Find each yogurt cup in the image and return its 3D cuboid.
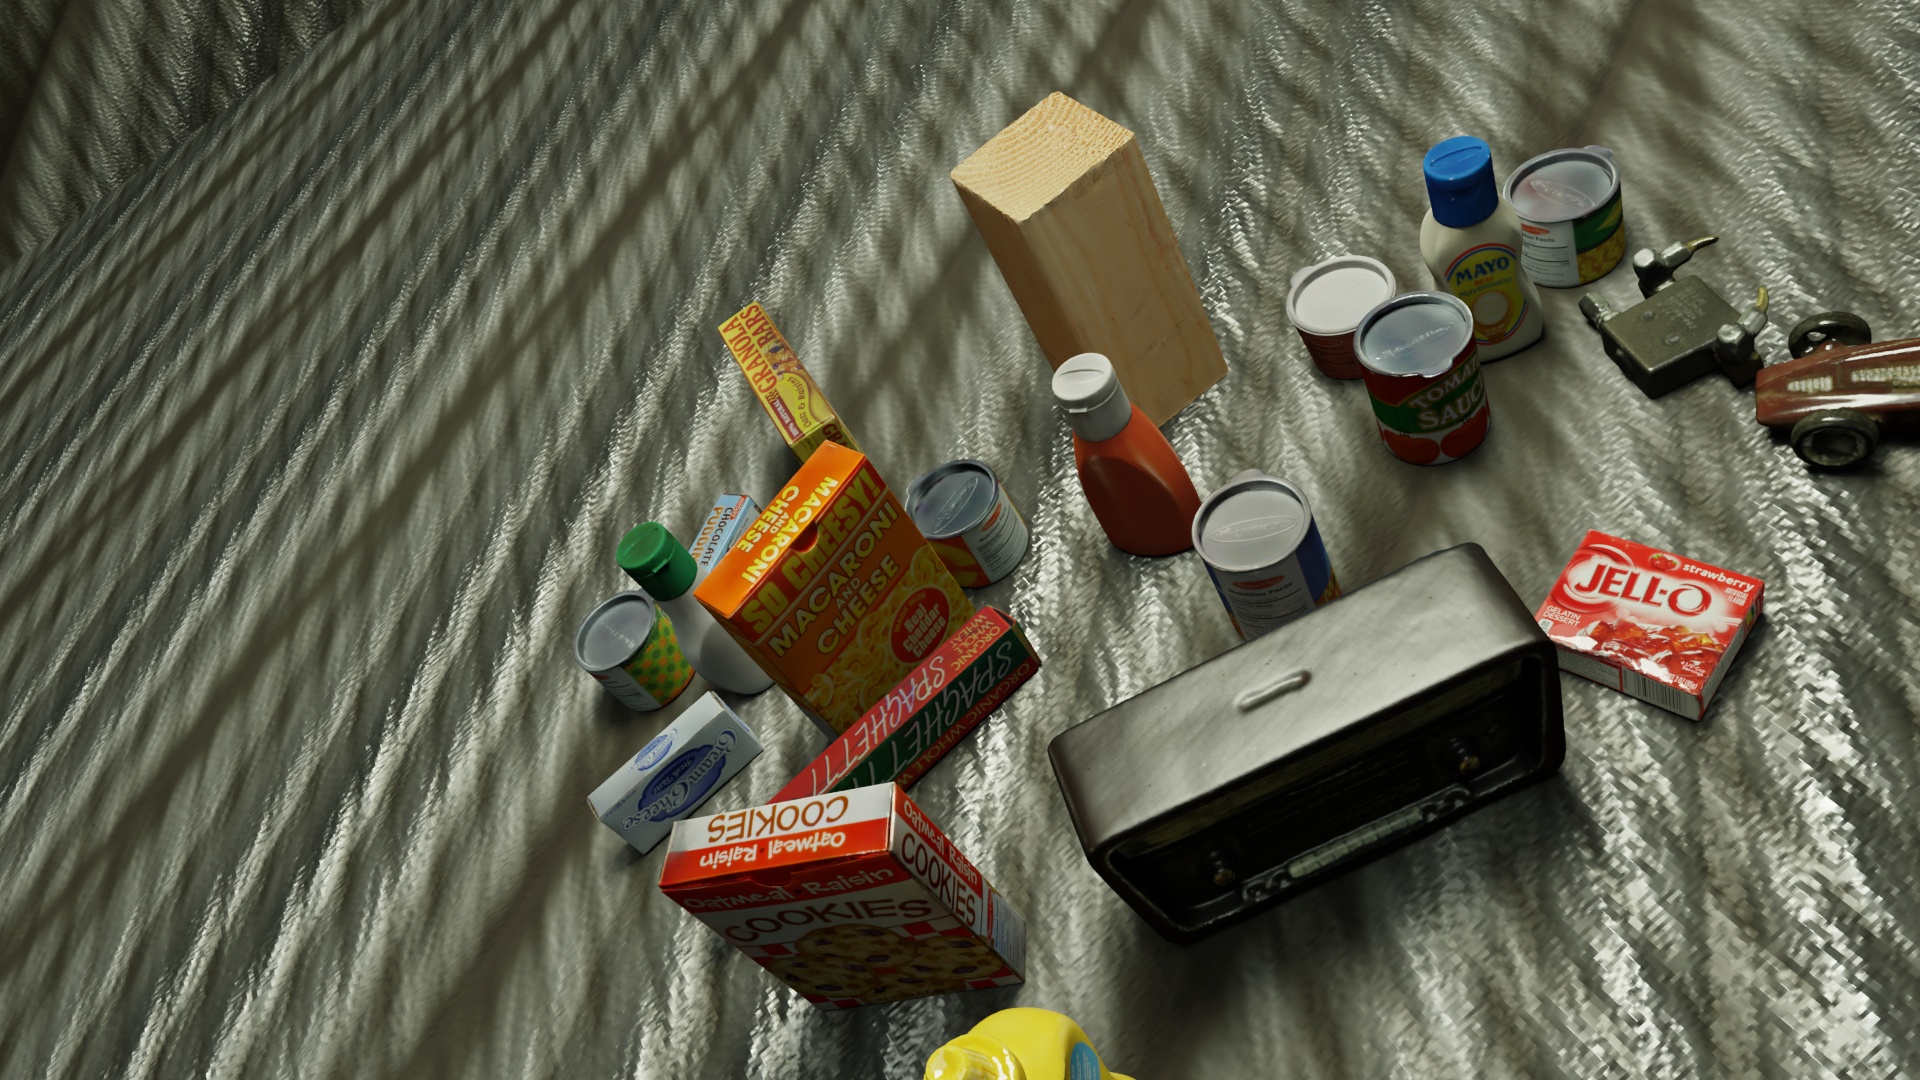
[{"bbox_3d":[0.249,-0.141,0.894,0.072,0.053,0.073,-15,48,18],"label":"yogurt cup"}]

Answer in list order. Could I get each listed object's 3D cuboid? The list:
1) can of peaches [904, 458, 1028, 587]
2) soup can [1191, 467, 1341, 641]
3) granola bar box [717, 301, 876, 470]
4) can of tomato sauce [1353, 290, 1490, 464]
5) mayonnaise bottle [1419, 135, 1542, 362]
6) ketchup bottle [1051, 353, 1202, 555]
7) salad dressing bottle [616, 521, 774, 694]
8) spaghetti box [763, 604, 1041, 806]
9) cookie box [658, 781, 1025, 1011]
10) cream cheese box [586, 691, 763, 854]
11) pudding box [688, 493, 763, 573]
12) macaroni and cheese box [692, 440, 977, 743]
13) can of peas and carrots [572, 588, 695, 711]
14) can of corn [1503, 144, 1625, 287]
[{"bbox_3d":[0.003,-0.012,0.920,0.071,0.058,0.071,-15,48,18],"label":"can of peaches"},{"bbox_3d":[0.175,0.012,0.787,0.071,0.083,0.072,-15,48,18],"label":"soup can"},{"bbox_3d":[-0.106,-0.081,0.993,0.039,0.123,0.166,-35,45,-1],"label":"granola bar box"},{"bbox_3d":[0.275,-0.094,0.820,0.071,0.082,0.071,-15,48,18],"label":"can of tomato sauce"},{"bbox_3d":[0.303,-0.169,0.821,0.064,0.147,0.041,-17,47,16],"label":"mayonnaise bottle"},{"bbox_3d":[0.097,-0.049,0.835,0.064,0.148,0.044,0,54,29],"label":"ketchup bottle"},{"bbox_3d":[-0.167,0.045,0.904,0.064,0.147,0.044,-42,45,-8],"label":"salad dressing bottle"},{"bbox_3d":[-0.056,0.138,0.833,0.250,0.050,0.029,-42,45,-8],"label":"spaghetti box"},{"bbox_3d":[-0.054,0.187,0.708,0.123,0.166,0.040,-14,48,19],"label":"cookie box"},{"bbox_3d":[-0.182,0.149,0.892,0.104,0.053,0.024,-42,45,-8],"label":"cream cheese box"},{"bbox_3d":[-0.168,0.013,1.001,0.030,0.049,0.084,4,56,32],"label":"pudding box"},{"bbox_3d":[-0.068,0.039,0.840,0.040,0.166,0.124,23,67,40],"label":"macaroni and cheese box"},{"bbox_3d":[-0.225,0.076,0.974,0.071,0.058,0.071,-15,48,18],"label":"can of peas and carrots"},{"bbox_3d":[0.381,-0.203,0.870,0.071,0.058,0.071,-15,48,18],"label":"can of corn"}]
